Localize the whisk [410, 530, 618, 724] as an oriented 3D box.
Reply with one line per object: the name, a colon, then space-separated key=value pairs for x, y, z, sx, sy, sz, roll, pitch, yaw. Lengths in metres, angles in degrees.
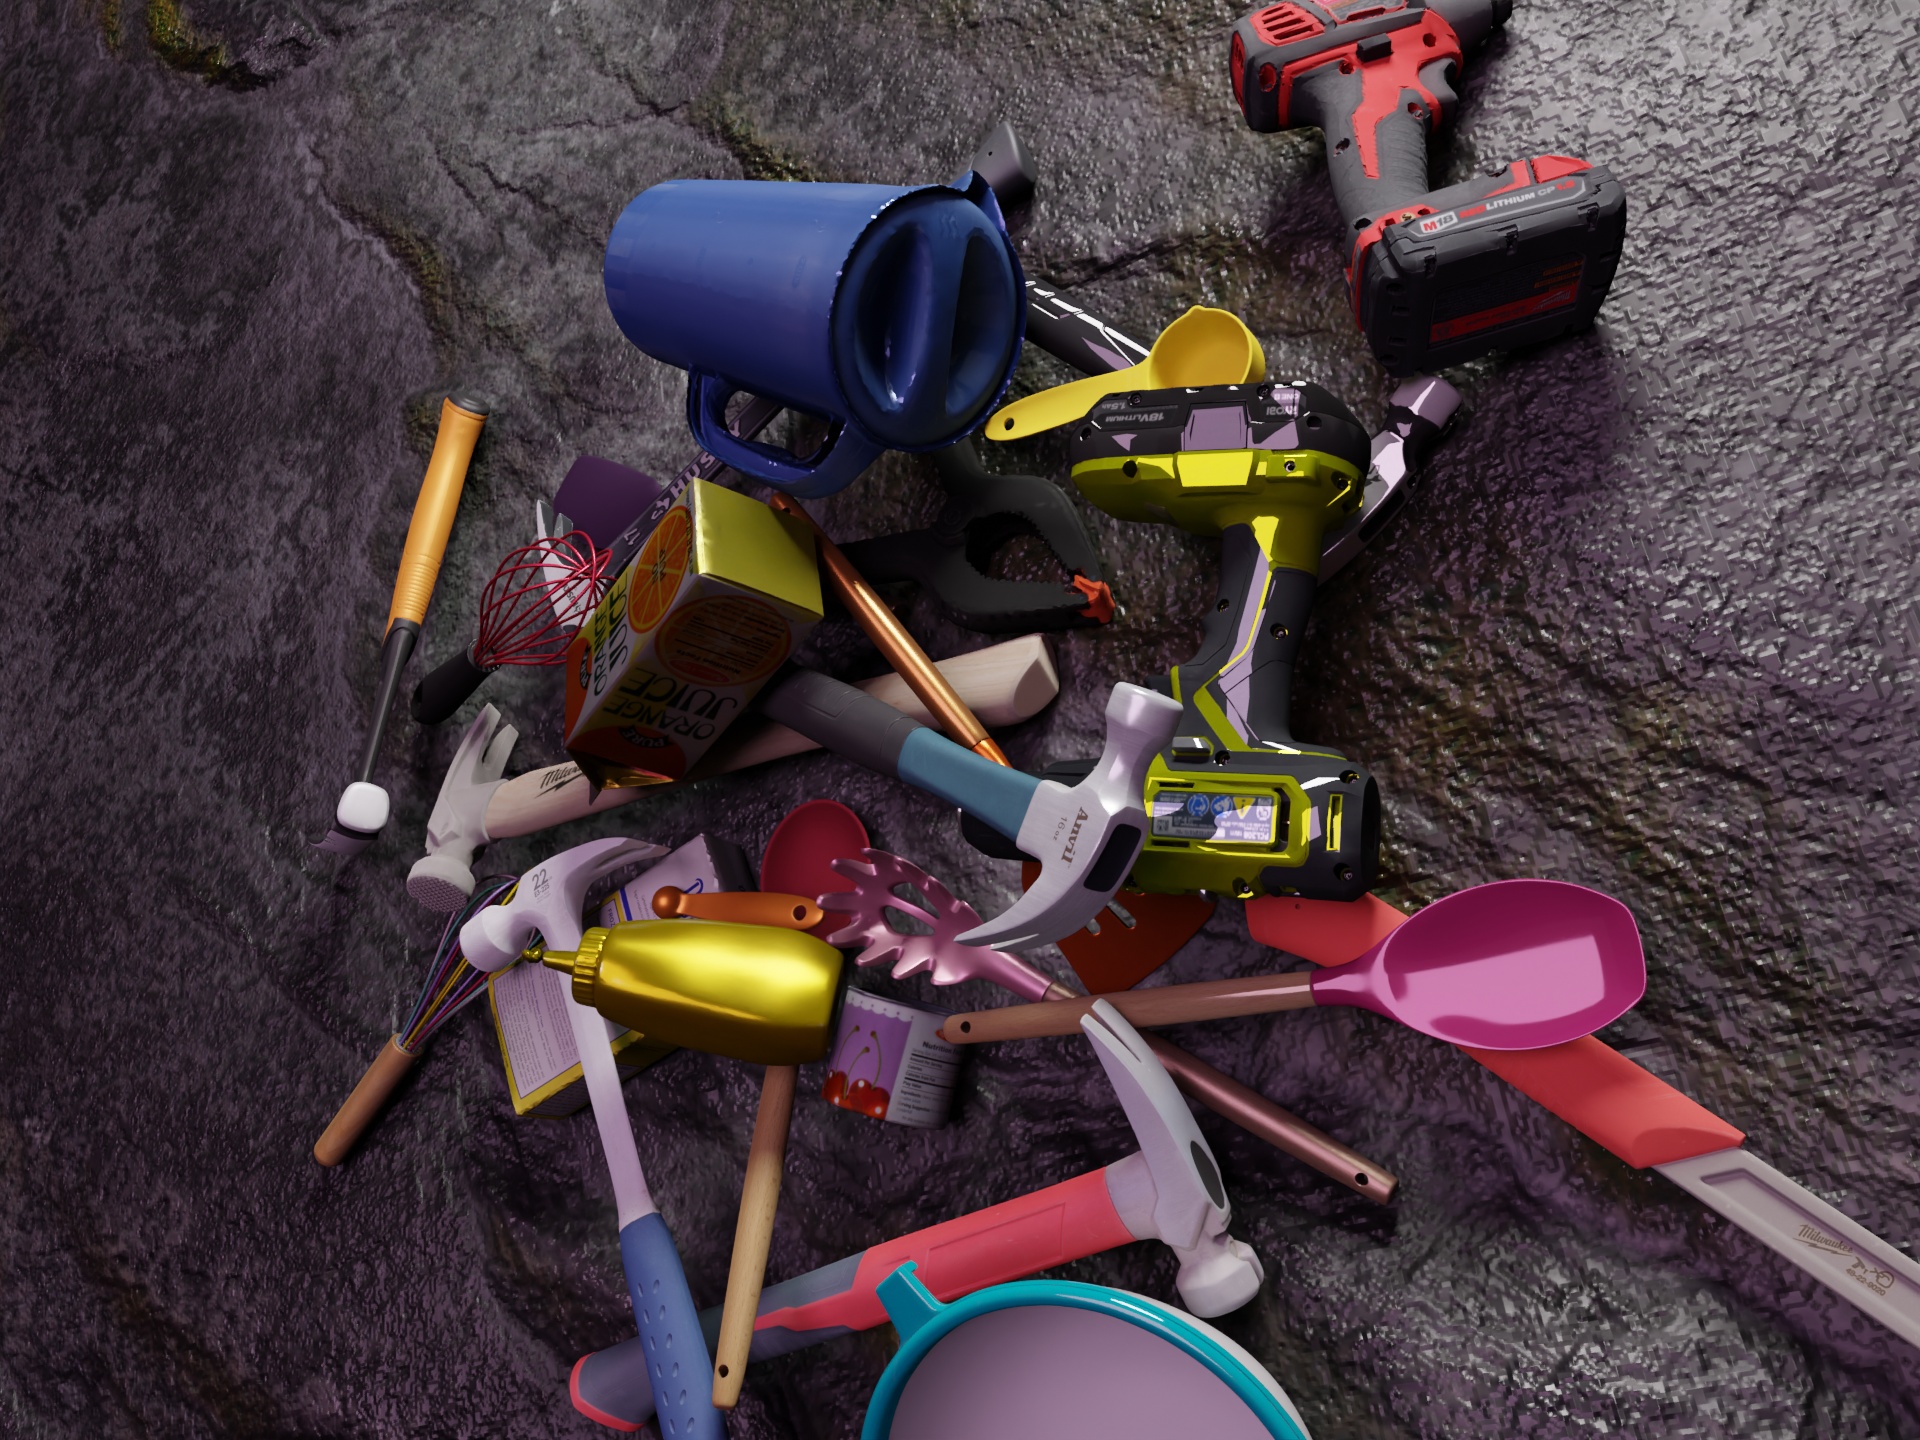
whisk: x=-0.287 y=-0.046 z=0.983 sx=0.296 sy=0.073 sz=0.073 roll=-24 pitch=61 yaw=50

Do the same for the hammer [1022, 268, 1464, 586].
hammer: x=0.084 y=-0.184 z=0.843 sx=0.335 sy=0.035 sz=0.146 roll=38 pitch=96 yaw=27

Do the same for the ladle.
ladle: x=-0.091 y=0.184 z=0.815 sx=0.069 sy=0.031 sz=0.316 roll=-8 pitch=55 yaw=23

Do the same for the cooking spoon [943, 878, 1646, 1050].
cooking spoon: x=0.132 y=0.121 z=0.704 sx=0.319 sy=0.017 sz=0.069 roll=-12 pitch=78 yaw=27

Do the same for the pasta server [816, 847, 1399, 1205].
pasta server: x=0.061 y=0.145 z=0.764 sx=0.316 sy=0.040 sz=0.060 roll=26 pitch=99 yaw=30

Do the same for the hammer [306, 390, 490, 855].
hammer: x=-0.381 y=-0.073 z=1.095 sx=0.127 sy=0.034 sz=0.337 roll=-25 pitch=52 yaw=57

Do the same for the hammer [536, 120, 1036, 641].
hammer: x=-0.109 y=-0.207 z=0.976 sx=0.409 sy=0.036 sz=0.149 roll=-44 pitch=53 yaw=8

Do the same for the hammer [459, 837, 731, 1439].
hammer: x=-0.163 y=0.244 z=0.813 sx=0.144 sy=0.035 sz=0.406 roll=-36 pitch=58 yaw=22

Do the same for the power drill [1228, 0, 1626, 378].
power drill: x=0.228 y=-0.282 z=0.774 sx=0.143 sy=0.078 sz=0.220 roll=-16 pitch=59 yaw=2

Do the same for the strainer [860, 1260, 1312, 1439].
strainer: x=0.127 y=0.324 z=0.642 sx=0.340 sy=0.095 sz=0.211 roll=1 pitch=96 yaw=24

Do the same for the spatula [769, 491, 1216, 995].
spatula: x=-0.001 y=-0.003 z=0.817 sx=0.081 sy=0.041 sz=0.323 roll=-44 pitch=69 yaw=14

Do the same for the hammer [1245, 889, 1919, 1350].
hammer: x=0.268 y=0.145 z=0.648 sx=0.359 sy=0.036 sz=0.149 roll=35 pitch=94 yaw=34

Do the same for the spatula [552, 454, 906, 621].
spatula: x=-0.154 y=-0.110 z=0.994 sx=0.316 sy=0.018 sz=0.060 roll=22 pitch=83 yaw=35

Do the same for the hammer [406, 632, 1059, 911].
hammer: x=-0.137 y=0.008 z=0.924 sx=0.410 sy=0.038 sz=0.146 roll=-14 pitch=43 yaw=22

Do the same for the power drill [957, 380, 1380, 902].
power drill: x=0.098 y=-0.032 z=0.734 sx=0.190 sy=0.080 sz=0.228 roll=2 pitch=79 yaw=24

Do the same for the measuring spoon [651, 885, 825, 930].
measuring spoon: x=-0.123 y=0.101 z=0.862 sx=0.117 sy=0.011 sz=0.021 roll=1 pitch=71 yaw=30

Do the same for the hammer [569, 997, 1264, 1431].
hammer: x=-0.053 y=0.266 z=0.781 sx=0.386 sy=0.038 sz=0.143 roll=-27 pitch=89 yaw=25

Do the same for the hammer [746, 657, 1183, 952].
hammer: x=-0.028 y=0.012 z=0.762 sx=0.331 sy=0.033 sz=0.128 roll=24 pitch=95 yaw=53

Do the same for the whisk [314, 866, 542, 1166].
whisk: x=-0.335 y=0.188 z=1.004 sx=0.245 sy=0.051 sz=0.047 roll=-52 pitch=35 yaw=12

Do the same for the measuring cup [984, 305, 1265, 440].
measuring cup: x=0.083 y=-0.164 z=0.812 sx=0.156 sy=0.029 sz=0.062 roll=-10 pitch=73 yaw=35
